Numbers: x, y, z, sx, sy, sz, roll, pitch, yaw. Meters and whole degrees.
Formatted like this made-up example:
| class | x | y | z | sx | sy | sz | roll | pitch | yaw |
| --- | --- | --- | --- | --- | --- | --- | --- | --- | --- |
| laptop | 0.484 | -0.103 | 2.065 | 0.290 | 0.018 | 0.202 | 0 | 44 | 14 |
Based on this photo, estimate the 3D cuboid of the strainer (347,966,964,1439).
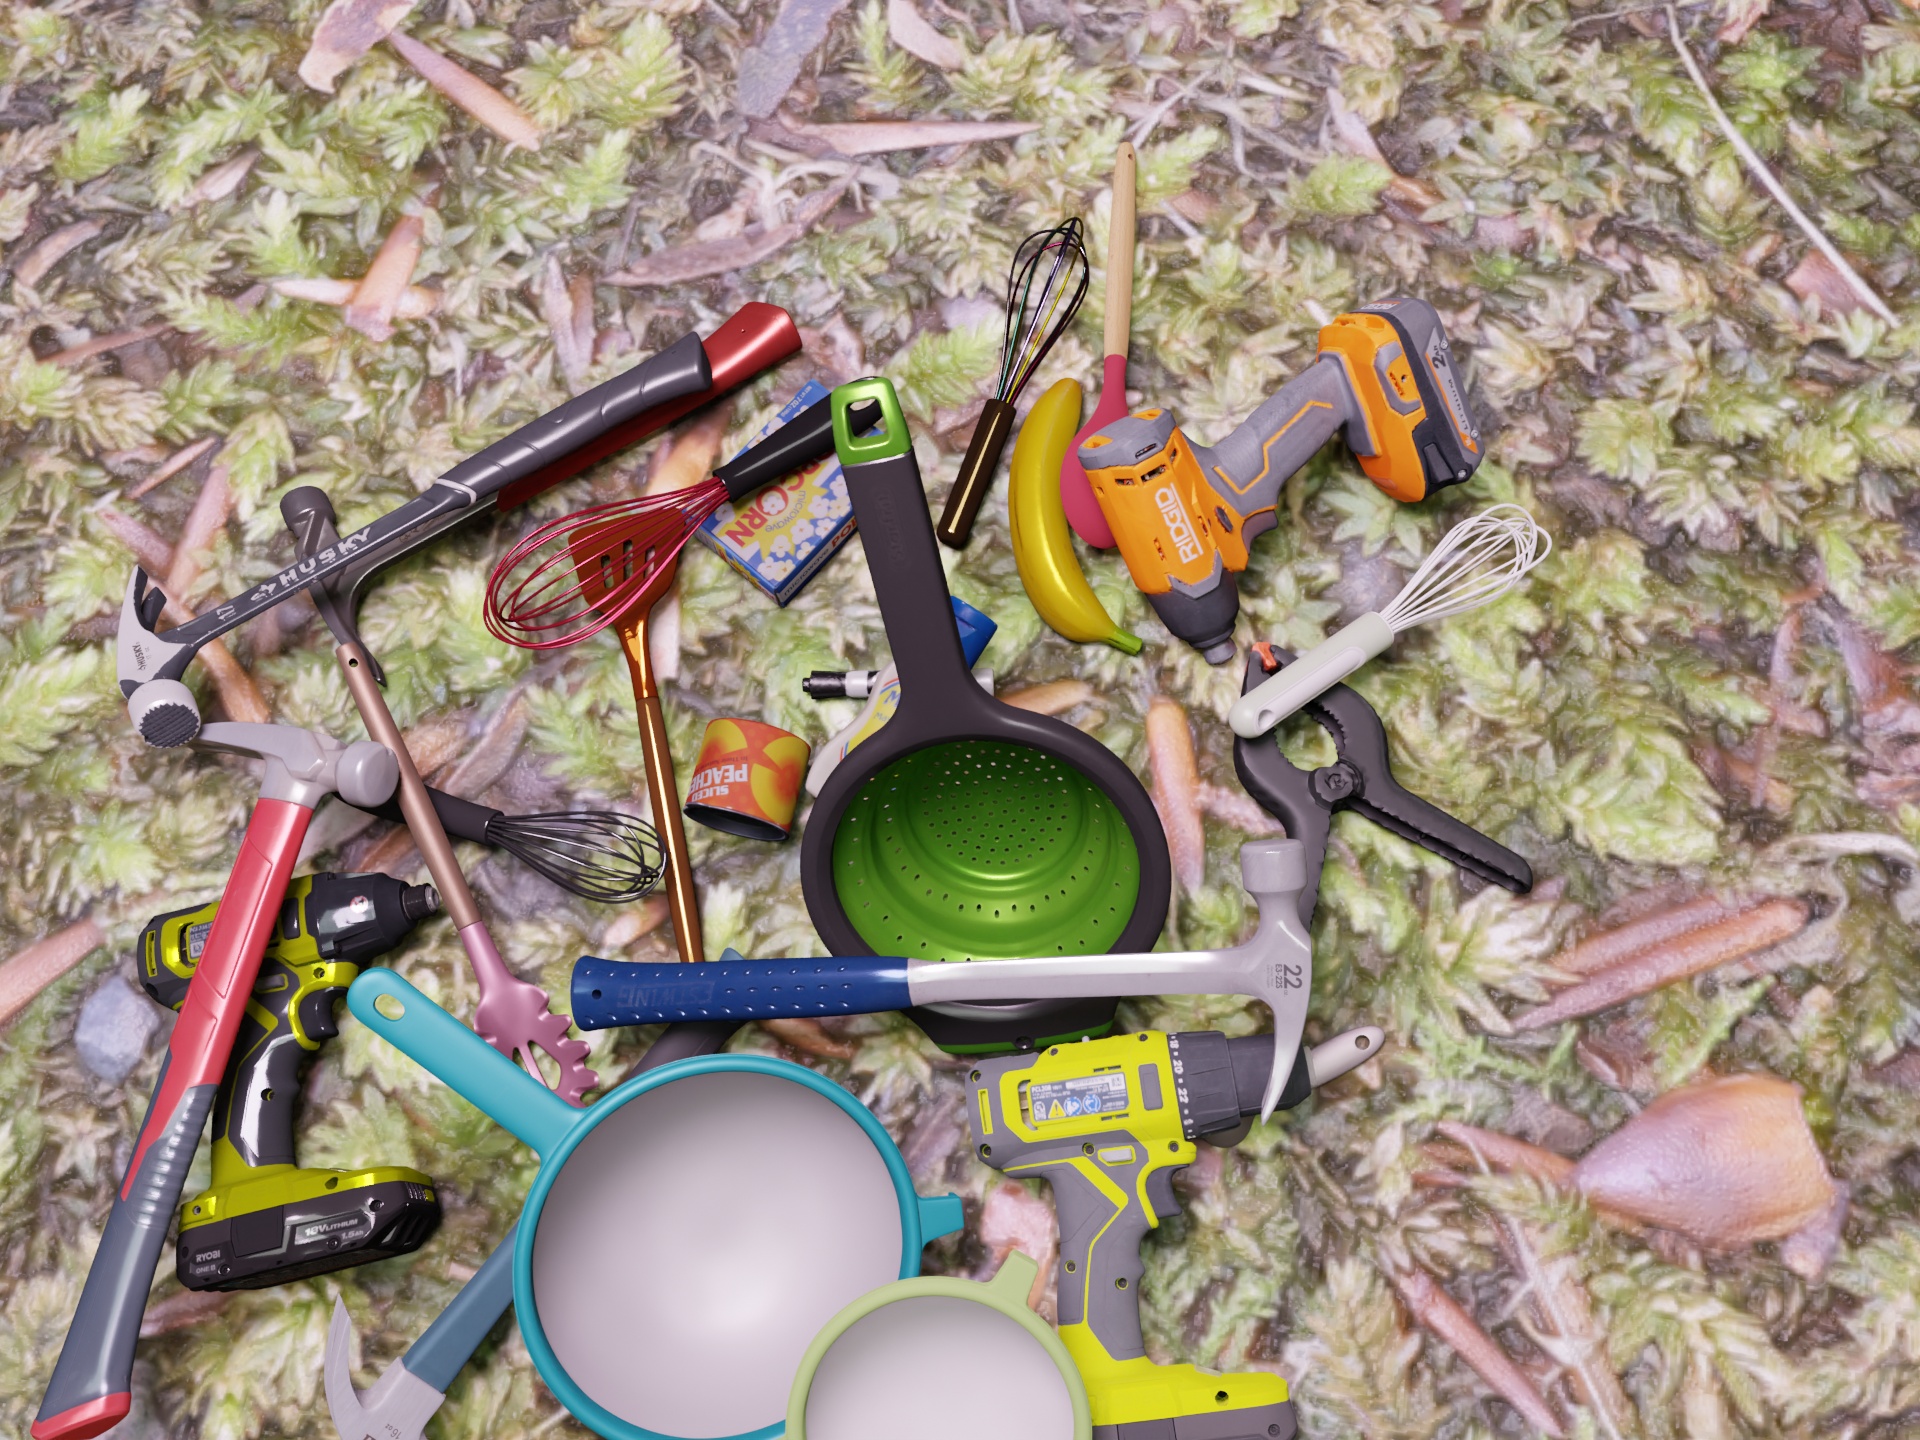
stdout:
| class | x | y | z | sx | sy | sz | roll | pitch | yaw |
| --- | --- | --- | --- | --- | --- | --- | --- | --- | --- |
| strainer | -0.180 | 0.238 | 0.852 | 0.340 | 0.095 | 0.211 | 40 | 82 | -9 |

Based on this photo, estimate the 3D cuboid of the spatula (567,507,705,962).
| class | x | y | z | sx | sy | sz | roll | pitch | yaw |
| --- | --- | --- | --- | --- | --- | --- | --- | --- | --- |
| spatula | -0.190 | 0.013 | 0.999 | 0.081 | 0.041 | 0.323 | -13 | 76 | 1 |

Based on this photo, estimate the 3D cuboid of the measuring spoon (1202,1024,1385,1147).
| class | x | y | z | sx | sy | sz | roll | pitch | yaw |
| --- | --- | --- | --- | --- | --- | --- | --- | --- | --- |
| measuring spoon | 0.191 | 0.207 | 0.916 | 0.124 | 0.018 | 0.034 | -27 | 73 | -4 |

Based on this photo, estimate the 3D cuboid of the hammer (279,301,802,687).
| class | x | y | z | sx | sy | sz | roll | pitch | yaw |
| --- | --- | --- | --- | --- | --- | --- | --- | --- | --- |
| hammer | -0.263 | -0.168 | 1.049 | 0.359 | 0.036 | 0.149 | -30 | 70 | -6 |

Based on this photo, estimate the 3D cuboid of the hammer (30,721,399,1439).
| class | x | y | z | sx | sy | sz | roll | pitch | yaw |
| --- | --- | --- | --- | --- | --- | --- | --- | --- | --- |
| hammer | -0.434 | 0.186 | 0.876 | 0.143 | 0.038 | 0.386 | 6 | 71 | 17 |

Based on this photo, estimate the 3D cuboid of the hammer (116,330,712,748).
| class | x | y | z | sx | sy | sz | roll | pitch | yaw |
| --- | --- | --- | --- | --- | --- | --- | --- | --- | --- |
| hammer | -0.334 | -0.135 | 0.993 | 0.409 | 0.036 | 0.149 | -32 | 48 | -11 |

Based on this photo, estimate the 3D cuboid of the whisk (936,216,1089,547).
| class | x | y | z | sx | sy | sz | roll | pitch | yaw |
| --- | --- | --- | --- | --- | --- | --- | --- | --- | --- |
| whisk | 0.034 | -0.226 | 1.055 | 0.047 | 0.051 | 0.245 | 14 | 77 | 31 |

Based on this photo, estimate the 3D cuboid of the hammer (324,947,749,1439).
| class | x | y | z | sx | sy | sz | roll | pitch | yaw |
| --- | --- | --- | --- | --- | --- | --- | --- | --- | --- |
| hammer | -0.221 | 0.270 | 0.894 | 0.128 | 0.033 | 0.331 | 47 | 71 | -24 |

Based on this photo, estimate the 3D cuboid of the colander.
| class | x | y | z | sx | sy | sz | roll | pitch | yaw |
| --- | --- | --- | --- | --- | --- | --- | --- | --- | --- |
| colander | -0.001 | -0.003 | 0.874 | 0.204 | 0.095 | 0.396 | -9 | 115 | 10 |

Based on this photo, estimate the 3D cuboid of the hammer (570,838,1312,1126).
| class | x | y | z | sx | sy | sz | roll | pitch | yaw |
| --- | --- | --- | --- | --- | --- | --- | --- | --- | --- |
| hammer | -0.016 | 0.147 | 0.858 | 0.405 | 0.035 | 0.144 | -4 | 90 | 12 |

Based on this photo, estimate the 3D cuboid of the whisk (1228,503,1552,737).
| class | x | y | z | sx | sy | sz | roll | pitch | yaw |
| --- | --- | --- | --- | --- | --- | --- | --- | --- | --- |
| whisk | 0.260 | -0.059 | 0.964 | 0.246 | 0.057 | 0.059 | -33 | 36 | -15 |

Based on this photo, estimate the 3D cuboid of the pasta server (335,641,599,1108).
| class | x | y | z | sx | sy | sz | roll | pitch | yaw |
| --- | --- | --- | --- | --- | --- | --- | --- | --- | --- |
| pasta server | -0.300 | 0.096 | 0.939 | 0.060 | 0.040 | 0.316 | -24 | 86 | -25 |

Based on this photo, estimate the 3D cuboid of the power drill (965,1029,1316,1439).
| class | x | y | z | sx | sy | sz | roll | pitch | yaw |
| --- | --- | --- | --- | --- | --- | --- | --- | --- | --- |
| power drill | 0.111 | 0.282 | 0.861 | 0.190 | 0.080 | 0.229 | -10 | 72 | 6 |

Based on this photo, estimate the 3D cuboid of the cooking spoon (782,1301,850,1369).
| class | x | y | z | sx | sy | sz | roll | pitch | yaw |
| --- | --- | --- | --- | --- | --- | --- | --- | --- | --- |
| cooking spoon | 0.039 | 0.424 | 0.857 | 0.319 | 0.017 | 0.069 | 32 | 78 | 13 |

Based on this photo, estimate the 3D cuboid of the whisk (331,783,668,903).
| class | x | y | z | sx | sy | sz | roll | pitch | yaw |
| --- | --- | --- | --- | --- | --- | --- | --- | --- | --- |
| whisk | -0.285 | 0.062 | 0.971 | 0.239 | 0.055 | 0.055 | 14 | 74 | 15 |

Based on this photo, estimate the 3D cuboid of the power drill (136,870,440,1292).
| class | x | y | z | sx | sy | sz | roll | pitch | yaw |
| --- | --- | --- | --- | --- | --- | --- | --- | --- | --- |
| power drill | -0.379 | 0.202 | 0.923 | 0.171 | 0.080 | 0.223 | -14 | 69 | 0 |

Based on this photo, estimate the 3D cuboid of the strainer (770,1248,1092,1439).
| class | x | y | z | sx | sy | sz | roll | pitch | yaw |
| --- | --- | --- | --- | --- | --- | --- | --- | --- | --- |
| strainer | -0.060 | 0.359 | 0.808 | 0.256 | 0.069 | 0.151 | -14 | 91 | 4 |

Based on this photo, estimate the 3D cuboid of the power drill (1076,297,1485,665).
| class | x | y | z | sx | sy | sz | roll | pitch | yaw |
| --- | --- | --- | --- | --- | --- | --- | --- | --- | --- |
| power drill | 0.201 | -0.145 | 0.980 | 0.226 | 0.084 | 0.164 | -28 | 109 | -6 |

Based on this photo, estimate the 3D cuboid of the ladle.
| class | x | y | z | sx | sy | sz | roll | pitch | yaw |
| --- | --- | --- | --- | --- | --- | --- | --- | --- | --- |
| ladle | 0.104 | -0.258 | 1.053 | 0.069 | 0.031 | 0.316 | 18 | 63 | -27 |

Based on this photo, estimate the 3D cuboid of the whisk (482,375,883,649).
| class | x | y | z | sx | sy | sz | roll | pitch | yaw |
| --- | --- | --- | --- | --- | --- | --- | --- | --- | --- |
| whisk | -0.164 | -0.135 | 0.986 | 0.296 | 0.073 | 0.073 | -34 | 74 | -13 |
